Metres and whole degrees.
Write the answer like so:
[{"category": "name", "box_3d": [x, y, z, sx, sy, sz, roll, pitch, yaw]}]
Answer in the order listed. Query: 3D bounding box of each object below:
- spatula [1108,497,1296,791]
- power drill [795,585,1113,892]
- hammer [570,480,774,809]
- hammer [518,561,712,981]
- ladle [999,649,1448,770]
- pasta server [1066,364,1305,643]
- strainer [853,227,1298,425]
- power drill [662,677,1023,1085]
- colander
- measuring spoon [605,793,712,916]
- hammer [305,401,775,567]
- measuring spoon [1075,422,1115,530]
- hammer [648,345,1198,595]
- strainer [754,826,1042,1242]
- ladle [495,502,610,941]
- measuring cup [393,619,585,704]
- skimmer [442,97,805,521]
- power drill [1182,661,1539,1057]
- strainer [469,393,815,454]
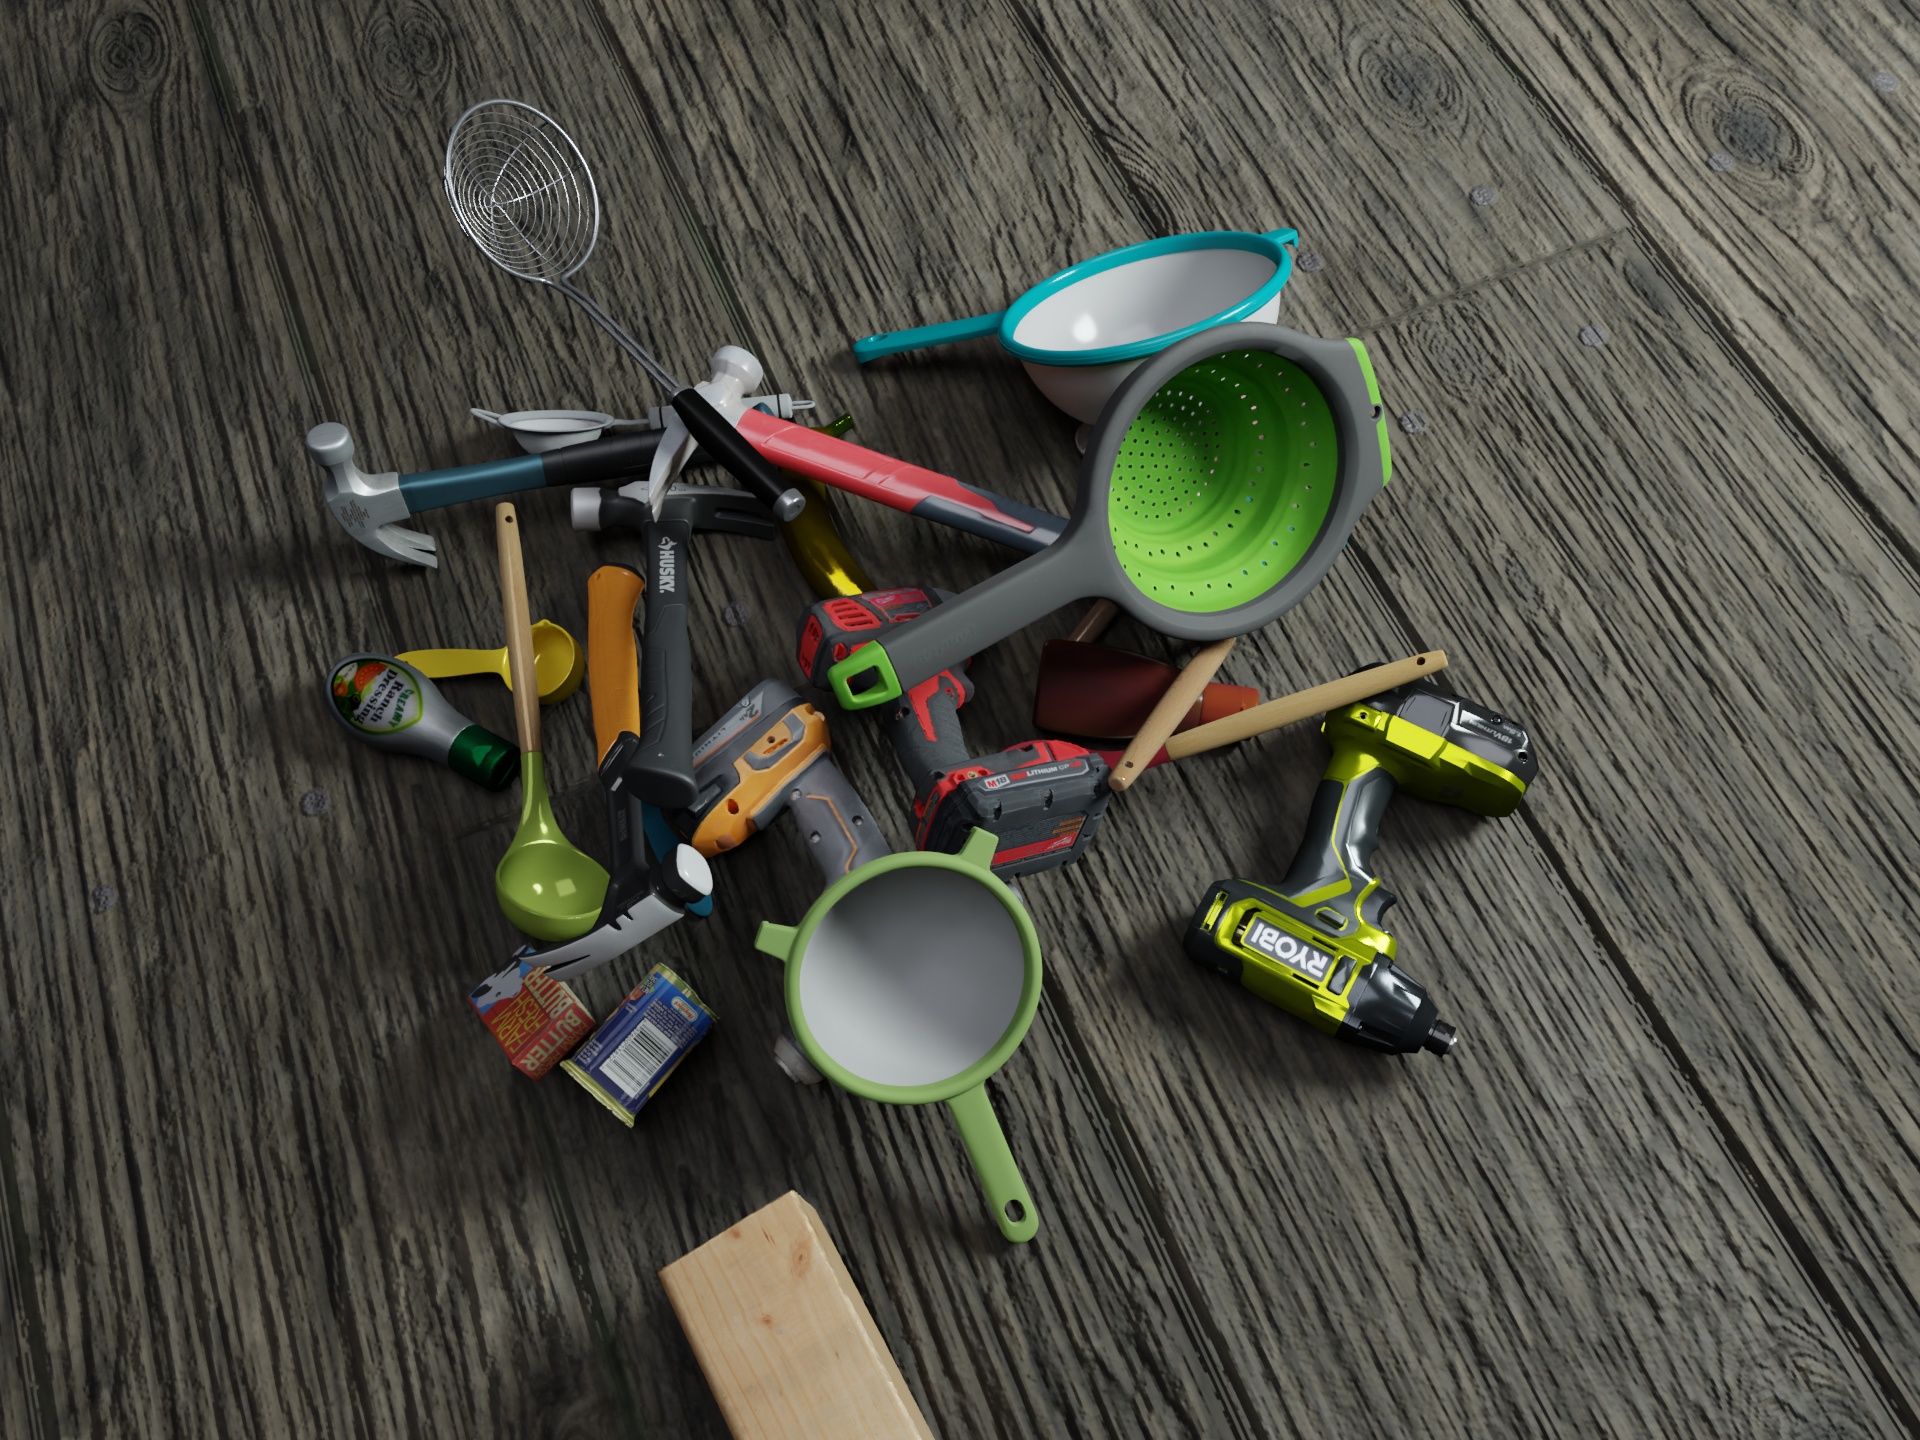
[{"category": "spatula", "box_3d": [0.168, -0.053, 1.058, 0.082, 0.044, 0.317, 27, 43, 14]}, {"category": "power drill", "box_3d": [-0.002, -0.003, 1.027, 0.143, 0.078, 0.220, -11, 50, -31]}, {"category": "hammer", "box_3d": [-0.190, -0.062, 1.059, 0.146, 0.035, 0.335, -2, 39, -9]}, {"category": "hammer", "box_3d": [-0.231, 0.014, 1.050, 0.127, 0.034, 0.337, -32, 43, 16]}, {"category": "ladle", "box_3d": [0.158, 0.010, 1.032, 0.315, 0.031, 0.069, -19, 64, 17]}, {"category": "pasta server", "box_3d": [0.159, -0.154, 1.146, 0.060, 0.040, 0.316, 32, 73, 26]}, {"category": "strainer", "box_3d": [0.082, -0.266, 1.178, 0.340, 0.095, 0.211, -3, 35, 26]}, {"category": "power drill", "box_3d": [-0.099, 0.105, 1.033, 0.185, 0.084, 0.226, -44, 74, -12]}, {"category": "colander", "box_3d": [0.083, -0.123, 1.015, 0.397, 0.204, 0.095, -29, 31, -11]}, {"category": "measuring spoon", "box_3d": [-0.204, 0.079, 1.081, 0.042, 0.021, 0.129, -32, 66, -9]}, {"category": "hammer", "box_3d": [-0.292, -0.188, 1.170, 0.331, 0.128, 0.033, -12, 52, -11]}, {"category": "measuring spoon", "box_3d": [0.104, -0.164, 1.171, 0.034, 0.018, 0.124, -3, 72, 1]}, {"category": "hammer", "box_3d": [-0.024, -0.144, 1.111, 0.386, 0.038, 0.143, 20, 65, 8]}, {"category": "strainer", "box_3d": [-0.013, 0.193, 0.954, 0.151, 0.069, 0.256, -24, 104, -8]}, {"category": "ladle", "box_3d": [-0.290, -0.006, 1.083, 0.078, 0.062, 0.320, 1, 71, -35]}, {"category": "measuring cup", "box_3d": [-0.342, -0.038, 1.151, 0.156, 0.029, 0.062, -1, 72, 18]}, {"category": "skimmer", "box_3d": [-0.223, -0.286, 1.101, 0.363, 0.090, 0.127, 45, 41, 15]}, {"category": "power drill", "box_3d": [0.266, 0.091, 1.007, 0.171, 0.080, 0.223, 27, 75, 17]}, {"category": "strainer", "box_3d": [-0.240, -0.226, 1.214, 0.258, 0.050, 0.087, -7, 22, -3]}]
